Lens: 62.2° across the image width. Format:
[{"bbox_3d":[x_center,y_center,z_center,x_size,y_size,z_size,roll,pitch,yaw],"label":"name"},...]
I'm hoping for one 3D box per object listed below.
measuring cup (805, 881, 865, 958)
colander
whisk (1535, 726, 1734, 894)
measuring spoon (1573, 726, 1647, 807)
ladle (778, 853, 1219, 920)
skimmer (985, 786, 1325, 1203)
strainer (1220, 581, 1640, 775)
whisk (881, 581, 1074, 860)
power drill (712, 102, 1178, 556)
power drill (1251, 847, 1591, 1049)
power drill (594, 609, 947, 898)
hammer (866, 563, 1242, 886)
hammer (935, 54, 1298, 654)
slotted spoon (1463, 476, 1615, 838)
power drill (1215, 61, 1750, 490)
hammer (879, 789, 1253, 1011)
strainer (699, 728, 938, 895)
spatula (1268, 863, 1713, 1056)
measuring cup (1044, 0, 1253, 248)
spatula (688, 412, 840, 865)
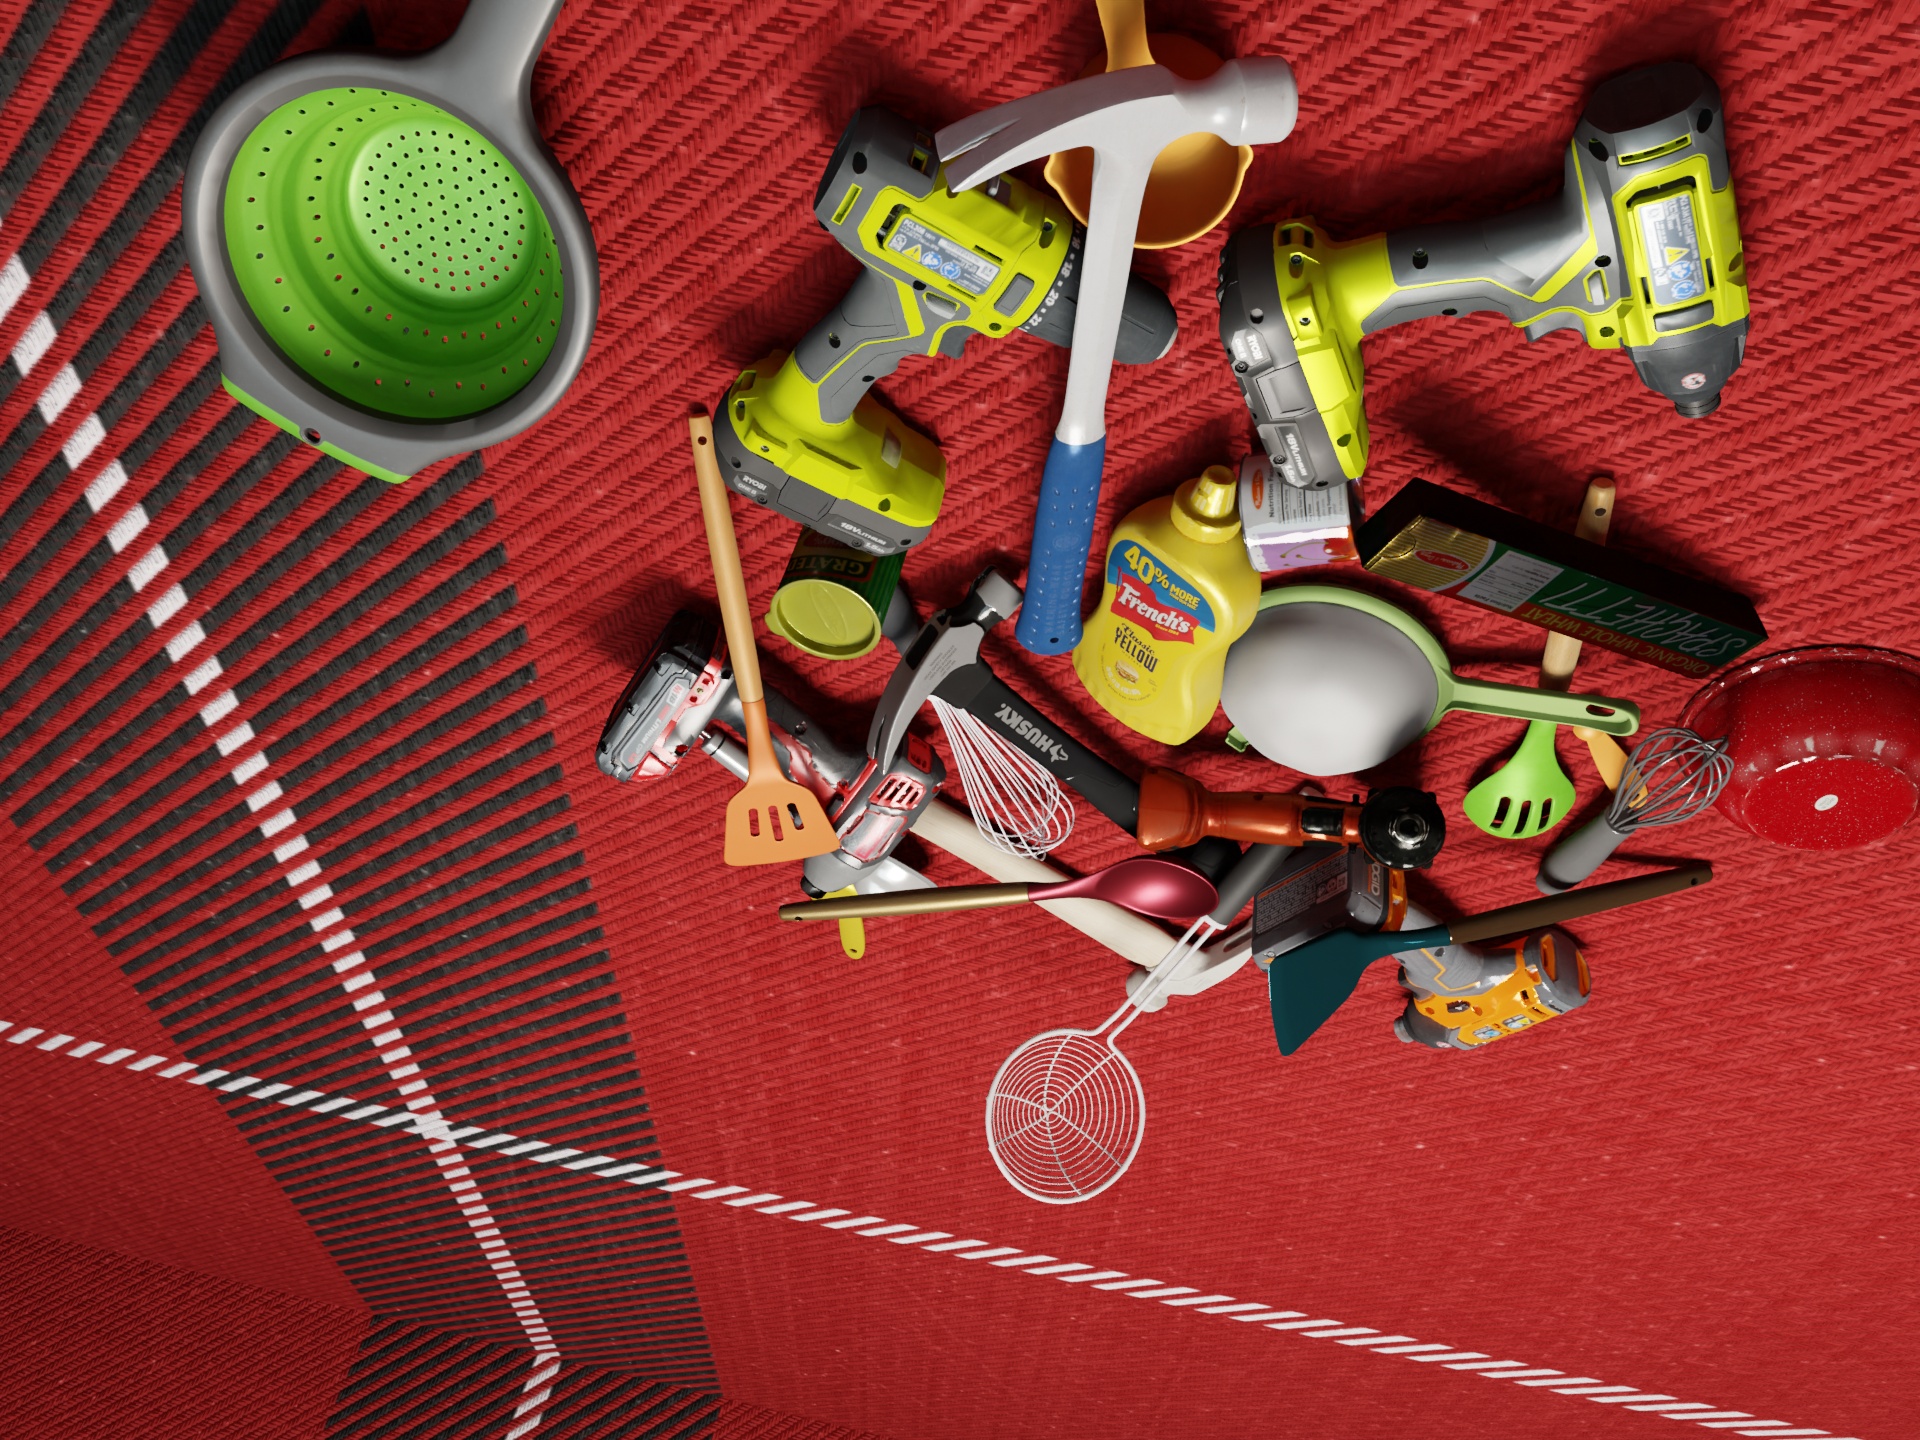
[{"bbox_3d":[-0.098,0.167,1.341,0.062,0.029,0.156,8,140,10],"label":"measuring cup"},{"bbox_3d":[-0.236,-0.304,0.785,0.204,0.095,0.397,30,122,-17],"label":"colander"},{"bbox_3d":[0.418,0.066,1.010,0.055,0.055,0.238,14,154,2],"label":"whisk"},{"bbox_3d":[0.413,0.030,1.002,0.021,0.011,0.116,-30,135,20],"label":"measuring spoon"},{"bbox_3d":[0.023,0.125,1.123,0.315,0.031,0.069,-6,136,11],"label":"ladle"},{"bbox_3d":[0.148,0.200,1.144,0.127,0.090,0.363,31,115,-11],"label":"skimmer"},{"bbox_3d":[0.269,-0.002,0.958,0.256,0.069,0.151,9,140,21],"label":"strainer"},{"bbox_3d":[-0.003,-0.003,1.085,0.070,0.070,0.284,-11,130,30],"label":"whisk"},{"bbox_3d":[-0.016,-0.191,0.843,0.190,0.080,0.228,24,139,-19],"label":"power drill"},{"bbox_3d":[0.324,0.176,1.174,0.226,0.084,0.164,27,141,-20],"label":"power drill"},{"bbox_3d":[-0.135,0.033,1.114,0.219,0.079,0.143,31,113,-16],"label":"power drill"},{"bbox_3d":[0.083,0.040,1.084,0.334,0.035,0.146,37,99,-33],"label":"hammer"},{"bbox_3d":[0.056,-0.153,0.803,0.144,0.035,0.405,-9,151,-7],"label":"hammer"},{"bbox_3d":[0.357,-0.022,0.962,0.070,0.031,0.313,0,138,8],"label":"slotted spoon"},{"bbox_3d":[0.249,-0.191,0.754,0.223,0.080,0.171,-11,135,25],"label":"power drill"},{"bbox_3d":[0.036,0.102,1.213,0.410,0.038,0.146,30,138,-18],"label":"hammer"},{"bbox_3d":[-0.110,0.081,1.230,0.258,0.050,0.087,39,163,-19],"label":"strainer"},{"bbox_3d":[0.354,0.144,1.061,0.317,0.044,0.082,-14,117,-2],"label":"spatula"},{"bbox_3d":[0.079,-0.297,0.701,0.095,0.052,0.173,0,137,19],"label":"measuring cup"},{"bbox_3d":[-0.139,-0.040,1.023,0.081,0.041,0.322,-8,114,-3],"label":"spatula"}]
